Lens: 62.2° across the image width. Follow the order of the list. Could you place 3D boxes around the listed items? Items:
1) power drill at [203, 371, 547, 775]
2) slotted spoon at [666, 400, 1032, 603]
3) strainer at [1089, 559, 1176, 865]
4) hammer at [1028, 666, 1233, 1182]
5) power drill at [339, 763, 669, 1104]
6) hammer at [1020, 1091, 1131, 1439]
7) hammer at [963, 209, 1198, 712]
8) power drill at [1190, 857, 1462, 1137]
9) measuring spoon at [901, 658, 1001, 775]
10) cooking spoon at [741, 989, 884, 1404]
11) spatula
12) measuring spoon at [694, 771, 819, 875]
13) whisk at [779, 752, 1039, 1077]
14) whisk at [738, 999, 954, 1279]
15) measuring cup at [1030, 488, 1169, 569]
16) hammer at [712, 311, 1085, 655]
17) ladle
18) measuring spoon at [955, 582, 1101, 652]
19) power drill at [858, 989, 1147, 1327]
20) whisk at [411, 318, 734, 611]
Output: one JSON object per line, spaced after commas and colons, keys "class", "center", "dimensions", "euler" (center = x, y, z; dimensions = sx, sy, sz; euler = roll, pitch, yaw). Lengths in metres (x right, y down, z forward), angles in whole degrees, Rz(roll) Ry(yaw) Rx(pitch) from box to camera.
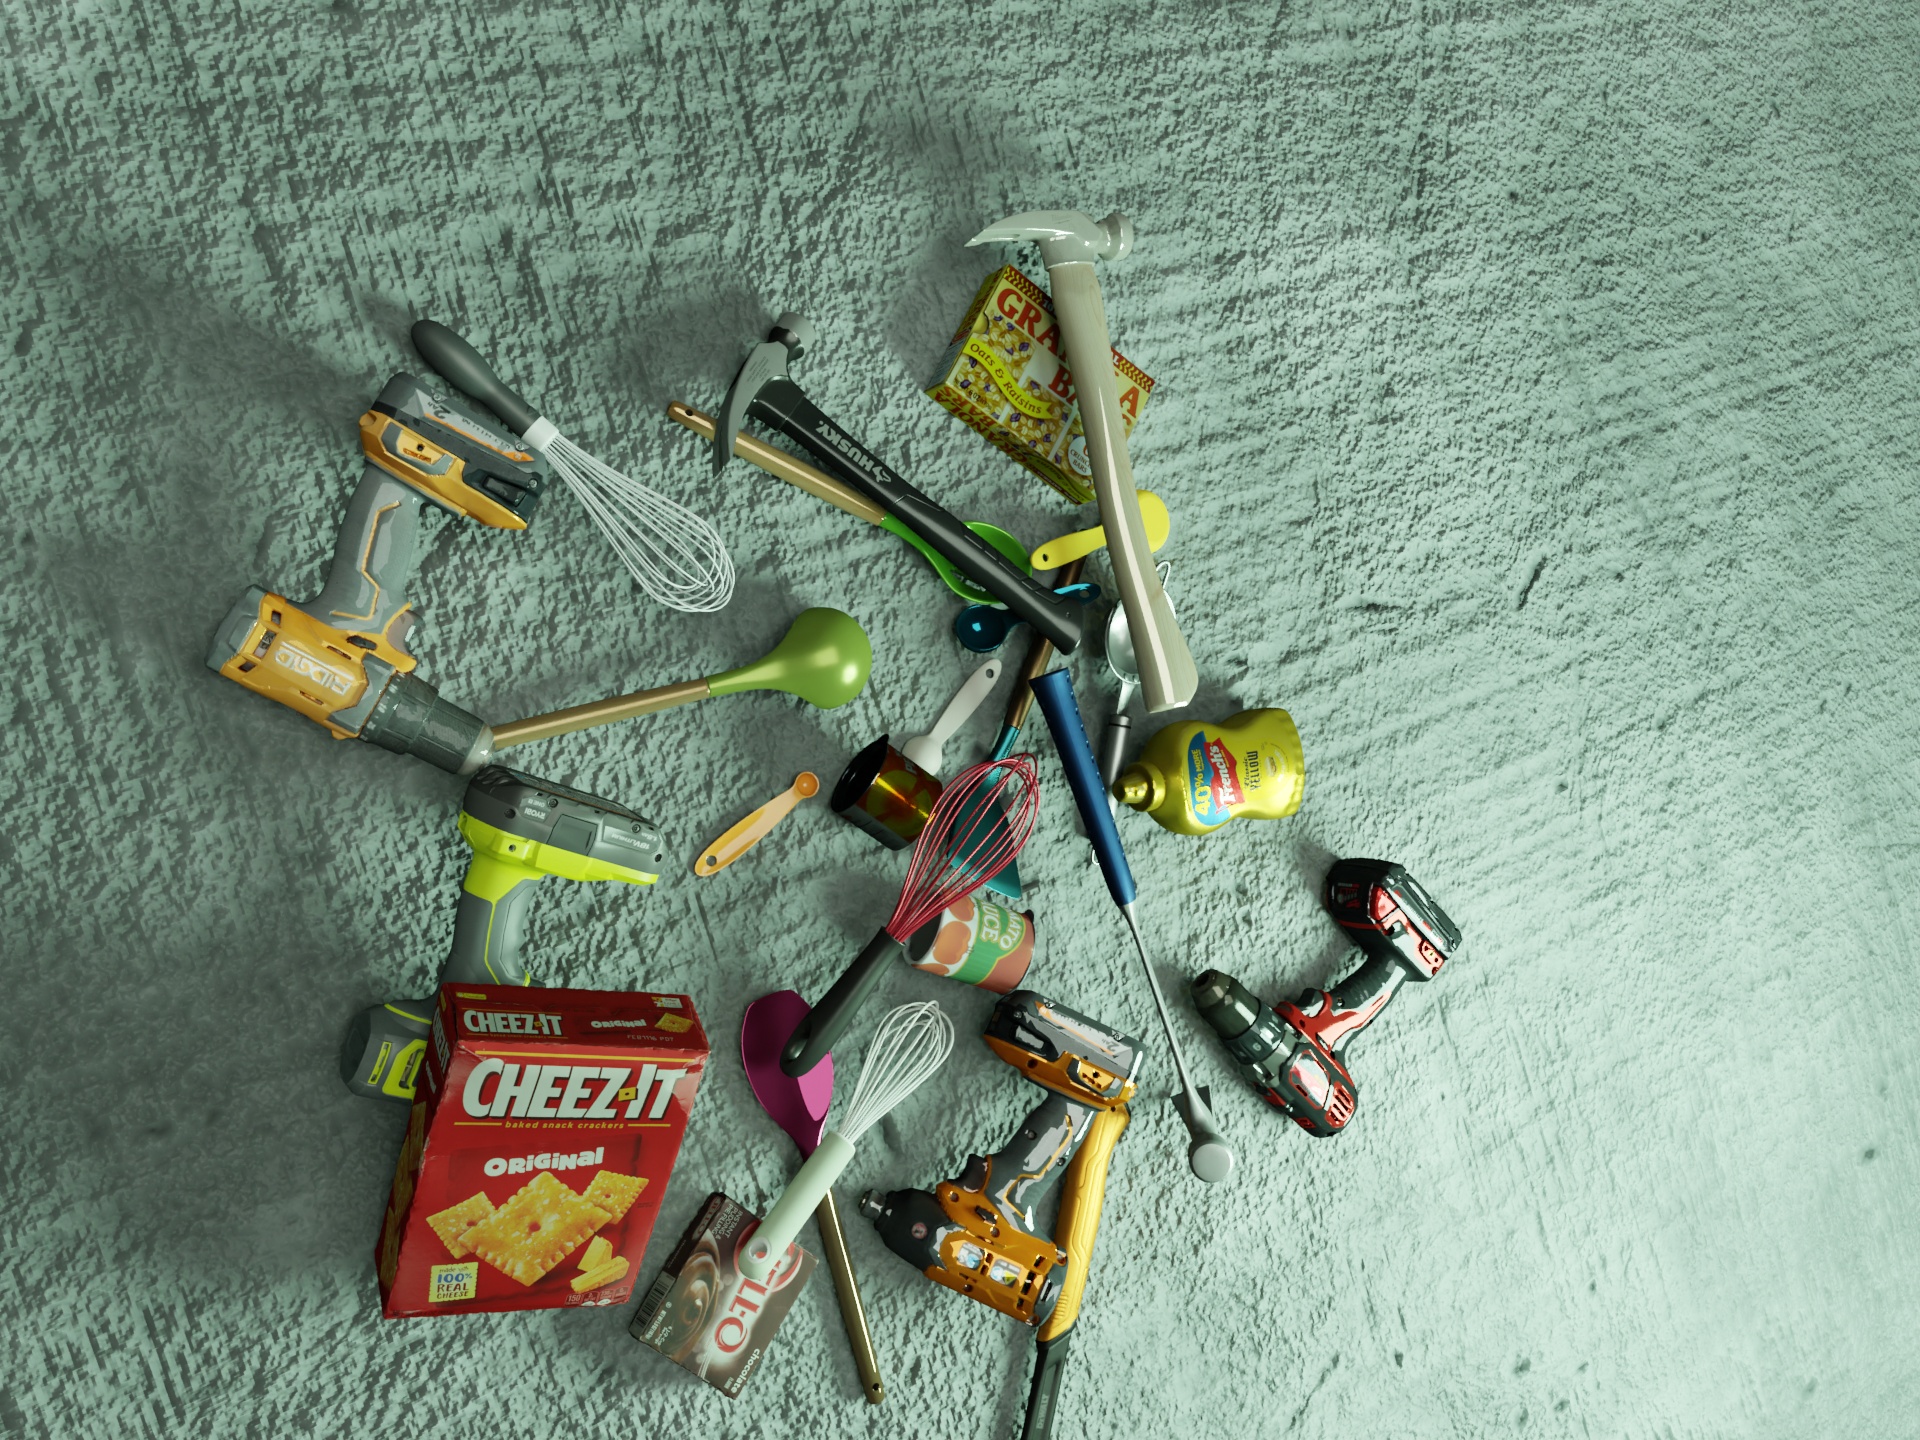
{"class": "power drill", "center": [-0.354, -0.088, 1.046], "dimensions": [0.185, 0.084, 0.226], "euler": [31, 82, -19]}
{"class": "slotted spoon", "center": [-0.083, -0.171, 1.232], "dimensions": [0.313, 0.031, 0.070], "euler": [25, 68, -22]}
{"class": "strainer", "center": [0.132, -0.007, 1.324], "dimensions": [0.086, 0.050, 0.258], "euler": [13, 86, -43]}
{"class": "hammer", "center": [0.134, 0.154, 1.266], "dimensions": [0.035, 0.144, 0.405], "euler": [-19, 92, 4]}
{"class": "power drill", "center": [-0.289, 0.156, 1.060], "dimensions": [0.171, 0.080, 0.223], "euler": [22, 89, -33]}
{"class": "hammer", "center": [0.074, 0.458, 1.261], "dimensions": [0.127, 0.034, 0.337], "euler": [19, 77, -26]}
{"class": "hammer", "center": [0.112, -0.207, 1.274], "dimensions": [0.146, 0.038, 0.411], "euler": [-11, 87, -30]}
{"class": "power drill", "center": [0.313, 0.223, 1.381], "dimensions": [0.187, 0.080, 0.227], "euler": [45, 71, -17]}
{"class": "measuring spoon", "center": [-0.002, -0.004, 1.265], "dimensions": [0.034, 0.018, 0.124], "euler": [45, 67, -17]}
{"class": "cooking spoon", "center": [-0.102, 0.357, 1.186], "dimensions": [0.068, 0.017, 0.319], "euler": [-16, 93, -31]}
{"class": "spatula", "center": [0.058, -0.016, 1.284], "dimensions": [0.082, 0.044, 0.318], "euler": [31, 71, -33]}
{"class": "measuring spoon", "center": [-0.153, 0.077, 1.188], "dimensions": [0.117, 0.011, 0.021], "euler": [-39, 103, -21]}
{"class": "whisk", "center": [-0.037, 0.143, 1.166], "dimensions": [0.073, 0.073, 0.296], "euler": [38, 89, -20]}
{"class": "whisk", "center": [-0.083, 0.304, 1.168], "dimensions": [0.058, 0.059, 0.246], "euler": [27, 58, 20]}
{"class": "measuring cup", "center": [0.118, -0.152, 1.315], "dimensions": [0.156, 0.029, 0.062], "euler": [-25, 101, -40]}
{"class": "hammer", "center": [-0.038, -0.158, 1.218], "dimensions": [0.334, 0.035, 0.146], "euler": [37, 59, -14]}
{"class": "ladle", "center": [-0.212, -0.018, 1.152], "dimensions": [0.320, 0.062, 0.078], "euler": [-15, 96, -21]}
{"class": "measuring spoon", "center": [0.055, -0.084, 1.287], "dimensions": [0.128, 0.021, 0.042], "euler": [-19, 68, -16]}
{"class": "power drill", "center": [0.032, 0.324, 1.218], "dimensions": [0.164, 0.084, 0.226], "euler": [26, 78, -4]}
{"class": "whisk", "center": [-0.271, -0.180, 1.123], "dimensions": [0.284, 0.070, 0.070], "euler": [43, 69, -13]}
